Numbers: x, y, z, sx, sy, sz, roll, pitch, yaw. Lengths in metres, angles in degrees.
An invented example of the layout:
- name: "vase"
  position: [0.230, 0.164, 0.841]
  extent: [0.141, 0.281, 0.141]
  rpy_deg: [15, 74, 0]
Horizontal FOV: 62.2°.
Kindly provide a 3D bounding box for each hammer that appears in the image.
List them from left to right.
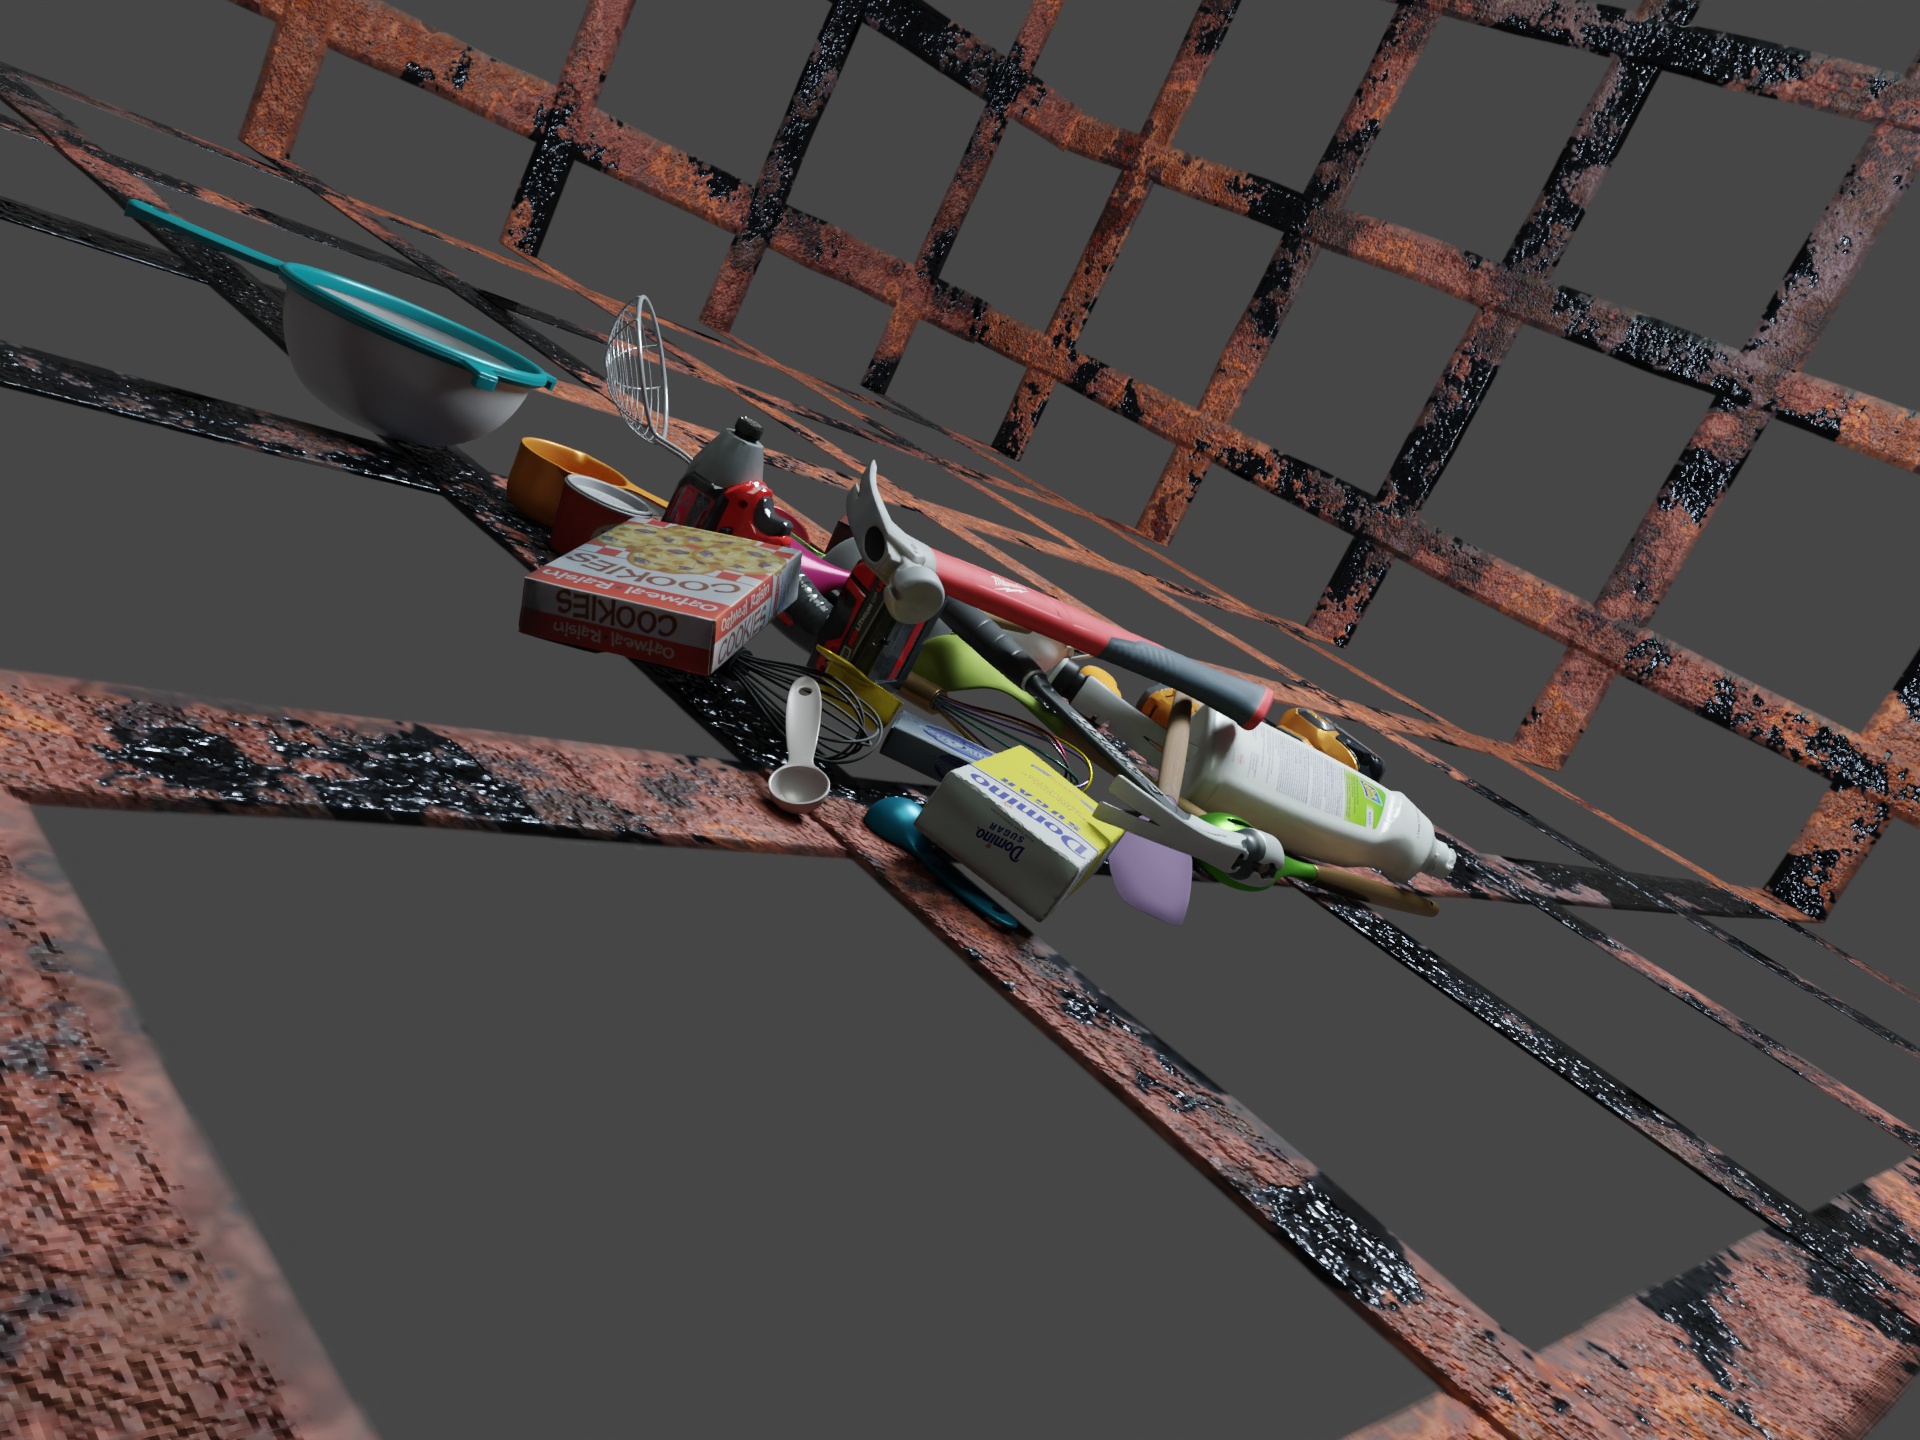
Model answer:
- name: "hammer"
  position: [0.057, -0.019, 1.126]
  extent: [0.149, 0.036, 0.409]
  rpy_deg: [21, 17, -41]
- name: "hammer"
  position: [0.086, -0.074, 1.165]
  extent: [0.386, 0.038, 0.143]
  rpy_deg: [20, 33, -36]
- name: "hammer"
  position: [0.133, -0.015, 1.389]
  extent: [0.127, 0.034, 0.337]
  rpy_deg: [35, 6, 0]

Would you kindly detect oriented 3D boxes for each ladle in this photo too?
- name: "ladle"
  position: [-0.167, -0.141, 1.414]
  extent: [0.069, 0.031, 0.316]
  rpy_deg: [28, 15, -14]
- name: "ladle"
  position: [0.096, 0.032, 1.246]
  extent: [0.320, 0.062, 0.078]
  rpy_deg: [34, 15, 2]

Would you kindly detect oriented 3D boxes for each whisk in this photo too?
- name: "whisk"
  position: [-0.145, -0.034, 1.025]
  extent: [0.239, 0.055, 0.055]
  rpy_deg: [29, 13, 30]
- name: "whisk"
  position: [-0.003, -0.003, 1.176]
  extent: [0.245, 0.047, 0.051]
  rpy_deg: [30, 1, 33]

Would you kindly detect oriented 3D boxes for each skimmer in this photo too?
- name: "skimmer"
  position: [-0.182, -0.216, 1.368]
  extent: [0.363, 0.090, 0.127]
  rpy_deg: [44, -11, 11]

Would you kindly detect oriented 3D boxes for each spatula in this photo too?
- name: "spatula"
  position: [0.148, 0.046, 1.141]
  extent: [0.060, 0.018, 0.316]
  rpy_deg: [25, 31, -1]

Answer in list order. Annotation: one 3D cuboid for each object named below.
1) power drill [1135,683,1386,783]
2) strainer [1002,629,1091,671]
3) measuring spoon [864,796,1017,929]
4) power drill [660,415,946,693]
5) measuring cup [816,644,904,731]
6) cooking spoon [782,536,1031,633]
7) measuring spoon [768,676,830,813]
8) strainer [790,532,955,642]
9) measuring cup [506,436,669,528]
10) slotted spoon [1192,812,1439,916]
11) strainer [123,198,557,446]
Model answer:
- name: "power drill"
  position: [0.290, 0.042, 1.466]
  extent: [0.226, 0.084, 0.186]
  rpy_deg: [11, 22, -36]
- name: "strainer"
  position: [0.002, -0.093, 1.515]
  extent: [0.258, 0.050, 0.086]
  rpy_deg: [23, -23, 12]
- name: "measuring spoon"
  position: [-0.007, 0.076, 0.902]
  extent: [0.042, 0.021, 0.129]
  rpy_deg: [11, 19, -47]
- name: "power drill"
  position: [-0.123, -0.120, 1.173]
  extent: [0.220, 0.143, 0.078]
  rpy_deg: [33, 16, 17]
- name: "measuring cup"
  position: [-0.078, -0.022, 1.038]
  extent: [0.062, 0.029, 0.156]
  rpy_deg: [29, -4, 11]
- name: "cooking spoon"
  position: [-0.066, -0.110, 1.330]
  extent: [0.318, 0.069, 0.017]
  rpy_deg: [12, -25, -35]
- name: "measuring spoon"
  position: [-0.092, 0.015, 0.921]
  extent: [0.034, 0.018, 0.124]
  rpy_deg: [3, 36, -5]
- name: "strainer"
  position: [-0.100, -0.154, 1.421]
  extent: [0.256, 0.069, 0.151]
  rpy_deg: [36, 16, 1]
- name: "measuring cup"
  position: [-0.271, -0.162, 1.248]
  extent: [0.173, 0.052, 0.095]
  rpy_deg: [25, 13, -13]
- name: "slotted spoon"
  position: [0.290, 0.123, 1.254]
  extent: [0.313, 0.031, 0.070]
  rpy_deg: [18, 42, -40]
- name: "strainer"
  position: [-0.501, -0.298, 1.248]
  extent: [0.340, 0.095, 0.211]
  rpy_deg: [23, 11, -5]
